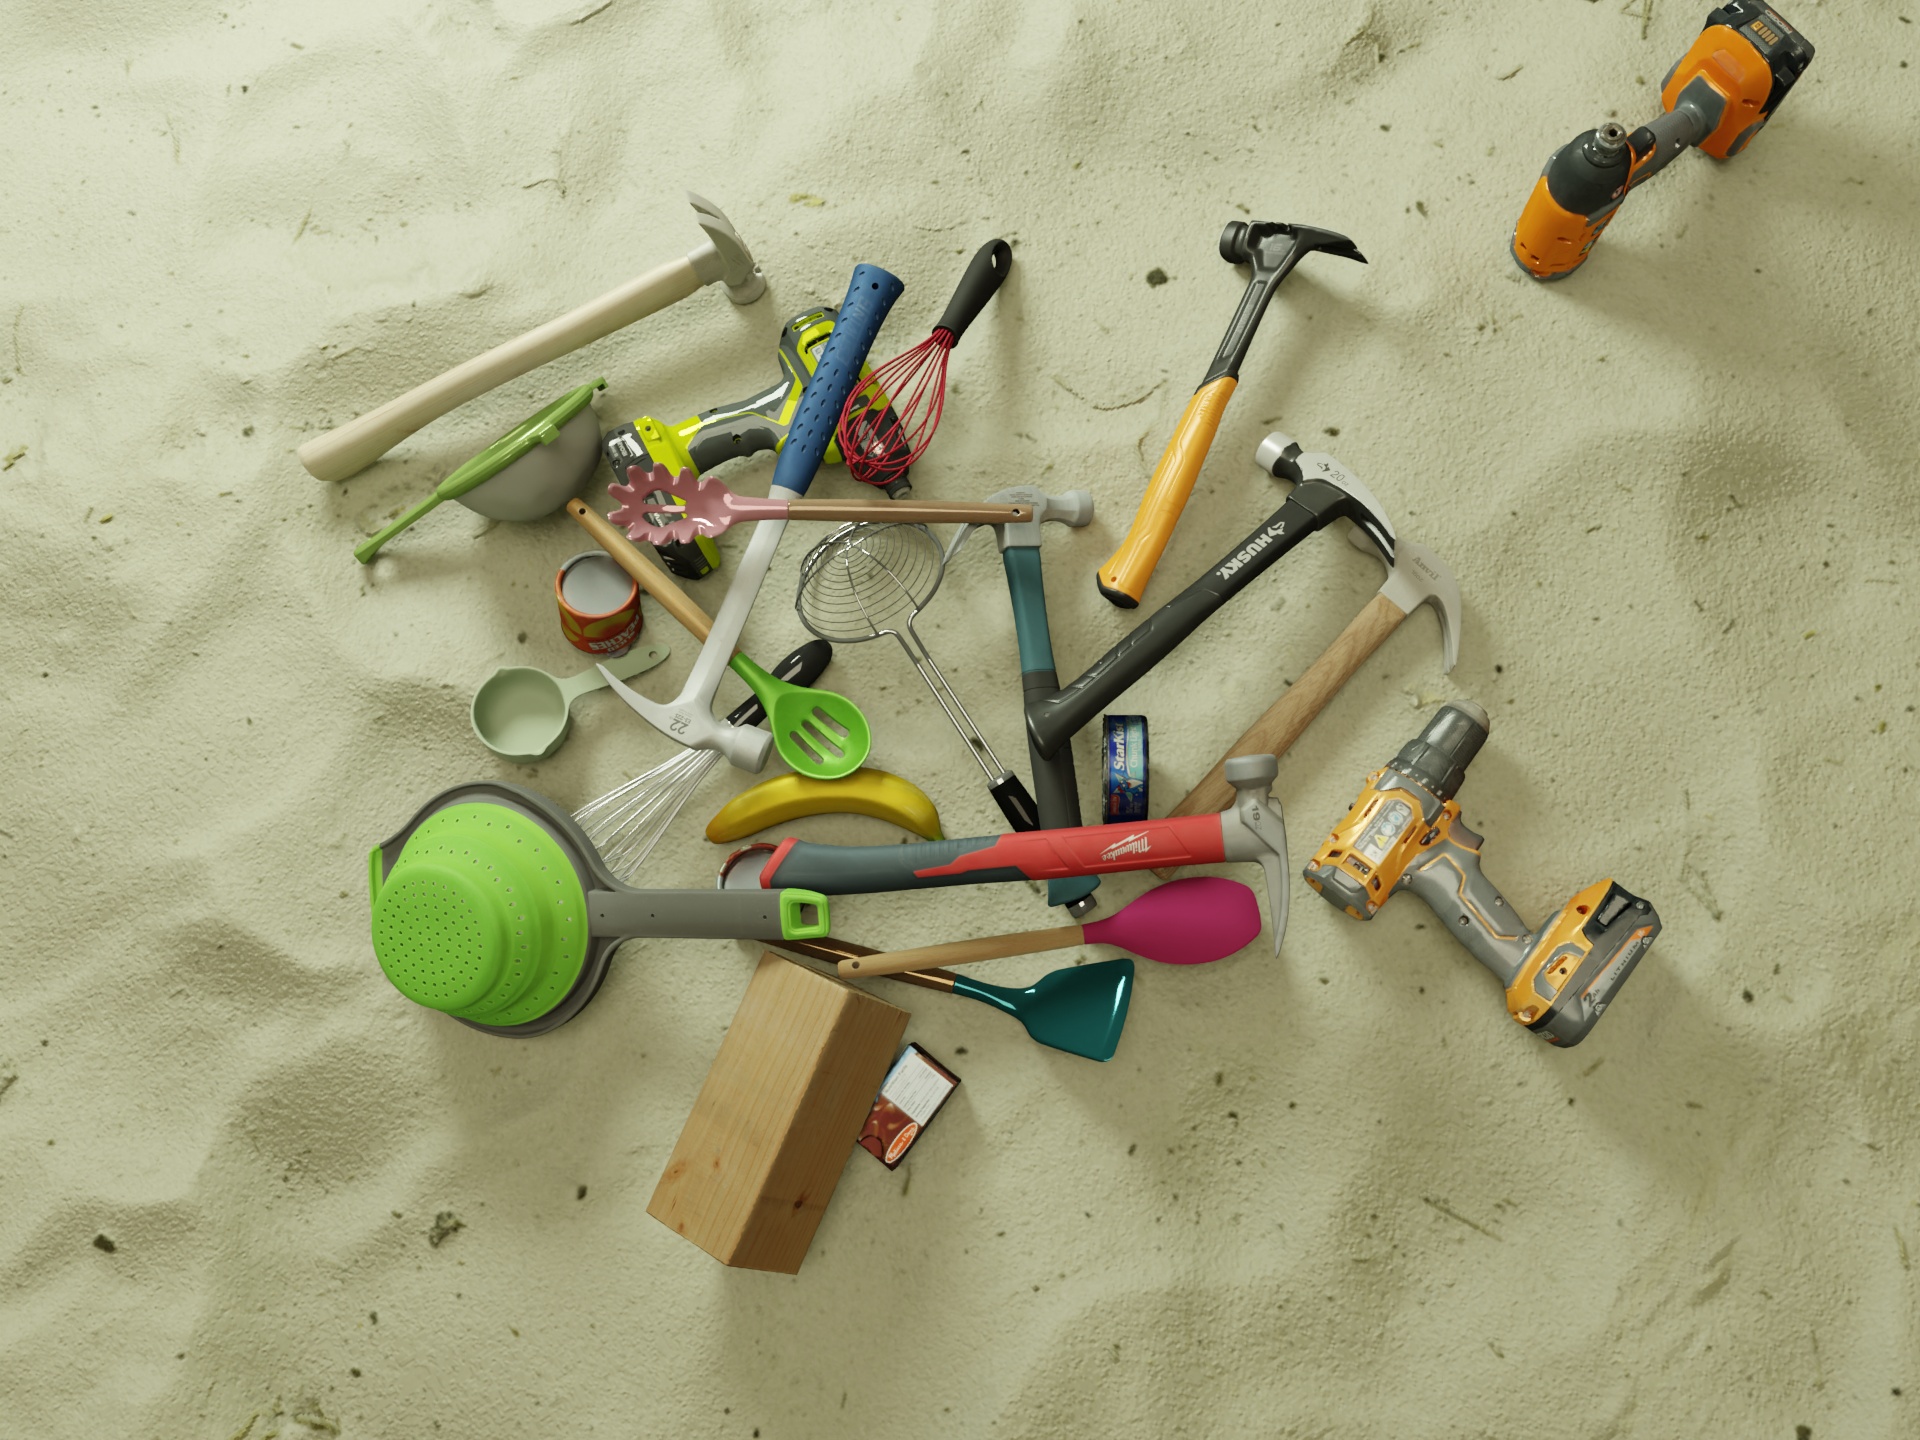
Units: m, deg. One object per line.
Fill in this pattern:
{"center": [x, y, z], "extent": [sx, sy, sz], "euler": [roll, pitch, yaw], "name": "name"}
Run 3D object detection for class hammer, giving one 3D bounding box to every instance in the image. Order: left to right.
{"center": [-0.363, -0.304, 1.306], "extent": [0.410, 0.146, 0.038], "euler": [-25, 79, 5], "name": "hammer"}
{"center": [-0.144, -0.170, 1.230], "extent": [0.144, 0.035, 0.405], "euler": [22, 80, 1], "name": "hammer"}
{"center": [0.043, 0.115, 1.159], "extent": [0.386, 0.038, 0.143], "euler": [-7, 87, 12], "name": "hammer"}
{"center": [0.064, -0.023, 1.222], "extent": [0.128, 0.033, 0.331], "euler": [-2, 76, -24], "name": "hammer"}
{"center": [0.180, -0.083, 1.201], "extent": [0.335, 0.035, 0.146], "euler": [-40, 58, -13], "name": "hammer"}
{"center": [0.200, -0.242, 1.262], "extent": [0.127, 0.034, 0.337], "euler": [22, 85, 42], "name": "hammer"}
{"center": [0.259, -0.005, 1.230], "extent": [0.130, 0.031, 0.331], "euler": [42, 86, 12], "name": "hammer"}

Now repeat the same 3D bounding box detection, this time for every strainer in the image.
{"center": [-0.387, -0.179, 1.306], "extent": [0.256, 0.152, 0.069], "euler": [-29, 111, 18], "name": "strainer"}

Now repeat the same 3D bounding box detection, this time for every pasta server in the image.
{"center": [-0.102, -0.158, 1.193], "extent": [0.316, 0.040, 0.060], "euler": [1, 91, -4], "name": "pasta server"}

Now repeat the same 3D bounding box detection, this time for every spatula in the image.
{"center": [-0.029, 0.189, 1.215], "extent": [0.317, 0.044, 0.082], "euler": [13, 63, 10], "name": "spatula"}

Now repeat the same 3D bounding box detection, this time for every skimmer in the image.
{"center": [-0.002, -0.004, 1.258], "extent": [0.127, 0.090, 0.363], "euler": [-33, 88, -3], "name": "skimmer"}

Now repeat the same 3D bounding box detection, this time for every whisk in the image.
{"center": [-0.208, 0.034, 1.260], "extent": [0.284, 0.070, 0.070], "euler": [-42, 78, -9], "name": "whisk"}
{"center": [-0.020, -0.291, 1.254], "extent": [0.073, 0.073, 0.296], "euler": [21, 55, 9], "name": "whisk"}

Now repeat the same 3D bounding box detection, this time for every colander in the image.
{"center": [-0.293, 0.150, 1.170], "extent": [0.397, 0.094, 0.204], "euler": [-2, 97, 18], "name": "colander"}

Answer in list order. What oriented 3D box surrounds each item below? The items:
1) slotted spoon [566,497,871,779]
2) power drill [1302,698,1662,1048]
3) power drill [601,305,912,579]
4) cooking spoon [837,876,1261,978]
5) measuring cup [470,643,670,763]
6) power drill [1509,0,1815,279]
{"center": [-0.193, -0.067, 1.244], "extent": [0.314, 0.031, 0.070], "euler": [43, 76, 6], "name": "slotted spoon"}
{"center": [0.395, 0.108, 1.173], "extent": [0.226, 0.084, 0.185], "euler": [36, 83, 15], "name": "power drill"}
{"center": [-0.160, -0.215, 1.292], "extent": [0.223, 0.080, 0.171], "euler": [-28, 78, -3], "name": "power drill"}
{"center": [0.066, 0.164, 1.191], "extent": [0.319, 0.017, 0.069], "euler": [-9, 62, 0], "name": "cooking spoon"}
{"center": [-0.313, -0.020, 1.294], "extent": [0.167, 0.038, 0.083], "euler": [-25, 74, -17], "name": "measuring cup"}
{"center": [0.537, -0.452, 1.224], "extent": [0.226, 0.164, 0.084], "euler": [-38, 78, -5], "name": "power drill"}
